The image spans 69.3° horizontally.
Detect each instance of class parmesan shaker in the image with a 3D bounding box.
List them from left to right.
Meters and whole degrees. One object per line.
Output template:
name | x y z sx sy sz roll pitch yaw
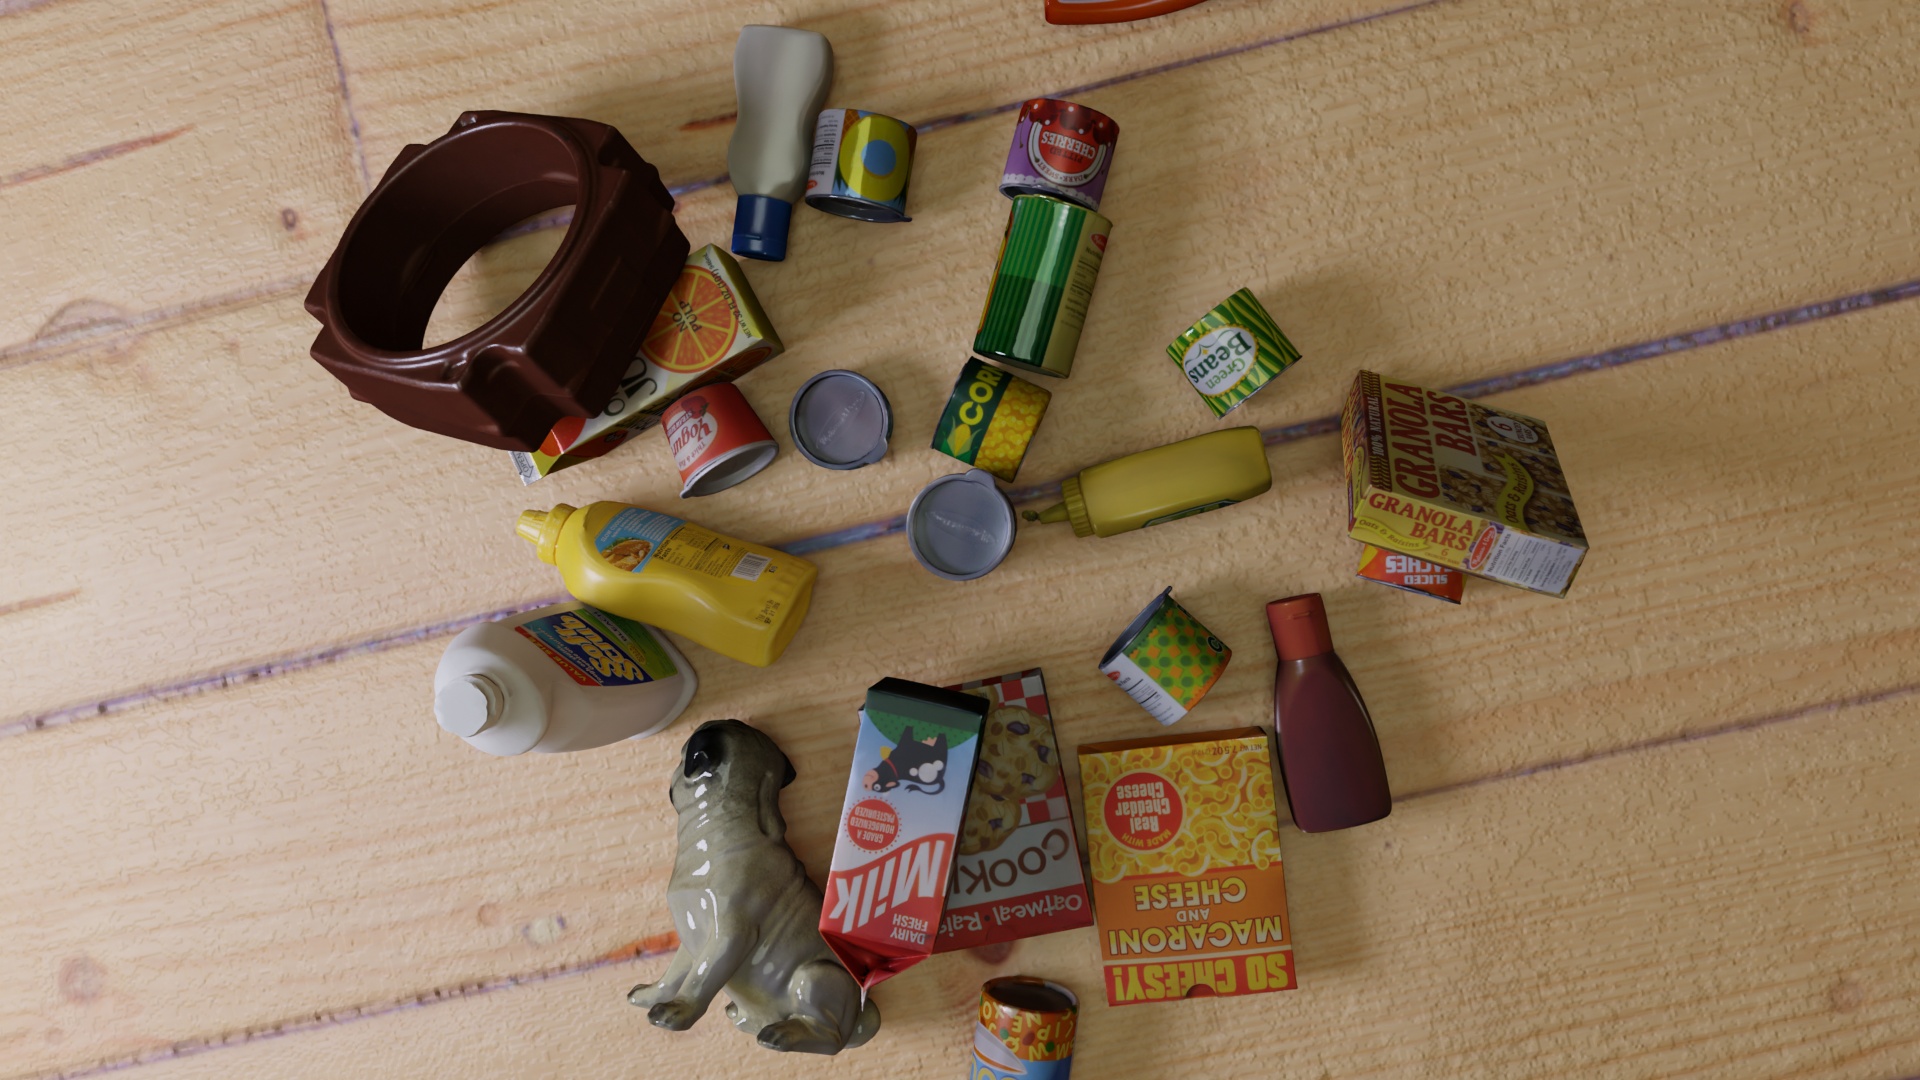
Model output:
parmesan shaker | 0.051 -0.162 0.892 0.071 0.071 0.103 16 92 4

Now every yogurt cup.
yogurt cup | -0.161 -0.068 0.913 0.072 0.072 0.054 -29 81 4

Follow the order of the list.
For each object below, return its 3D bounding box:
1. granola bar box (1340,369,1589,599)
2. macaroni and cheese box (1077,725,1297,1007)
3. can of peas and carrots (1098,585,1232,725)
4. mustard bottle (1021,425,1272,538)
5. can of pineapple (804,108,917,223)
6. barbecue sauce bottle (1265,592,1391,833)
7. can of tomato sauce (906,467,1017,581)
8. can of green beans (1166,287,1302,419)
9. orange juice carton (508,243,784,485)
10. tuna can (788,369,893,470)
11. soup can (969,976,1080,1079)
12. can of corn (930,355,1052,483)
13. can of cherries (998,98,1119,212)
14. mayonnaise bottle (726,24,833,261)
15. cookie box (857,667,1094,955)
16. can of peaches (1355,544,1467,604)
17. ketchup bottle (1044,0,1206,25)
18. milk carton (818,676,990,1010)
granola bar box | 0.295 -0.038 0.832 0.124 0.166 0.038 17 122 4
macaroni and cheese box | 0.146 0.212 0.906 0.124 0.040 0.166 -7 90 5
can of peas and carrots | 0.133 0.074 0.892 0.059 0.071 0.071 42 94 2
mustard bottle | 0.118 -0.032 0.895 0.160 0.065 0.049 -16 85 10
can of pineapple | -0.063 -0.242 0.902 0.071 0.071 0.058 10 92 4
barbecue sauce bottle | 0.231 0.110 0.897 0.065 0.043 0.148 -13 89 4
can of tomato sauce | 0.003 -0.011 0.891 0.071 0.083 0.071 0 91 4
can of green beans | 0.174 -0.119 0.886 0.071 0.071 0.058 -38 88 4
orange juice carton | -0.220 -0.112 0.911 0.192 0.073 0.072 -29 89 4
tuna can | -0.076 -0.078 0.921 0.071 0.033 0.071 0 91 4
soup can | 0.038 0.335 0.901 0.071 0.071 0.083 7 91 4
can of corn | 0.021 -0.079 0.895 0.058 0.071 0.071 24 93 2
can of cherries | 0.064 -0.244 0.889 0.071 0.071 0.058 16 92 4
mayonnaise bottle | -0.124 -0.261 0.919 0.065 0.041 0.148 9 93 6
cookie box | 0.011 0.179 0.915 0.123 0.040 0.167 -12 90 4
can of peaches | 0.291 0.004 0.877 0.071 0.071 0.058 16 91 4
ketchup bottle | 0.128 -0.369 0.897 0.149 0.043 0.064 -1 91 4
milk carton | -0.037 0.188 0.862 0.073 0.072 0.190 12 92 5
